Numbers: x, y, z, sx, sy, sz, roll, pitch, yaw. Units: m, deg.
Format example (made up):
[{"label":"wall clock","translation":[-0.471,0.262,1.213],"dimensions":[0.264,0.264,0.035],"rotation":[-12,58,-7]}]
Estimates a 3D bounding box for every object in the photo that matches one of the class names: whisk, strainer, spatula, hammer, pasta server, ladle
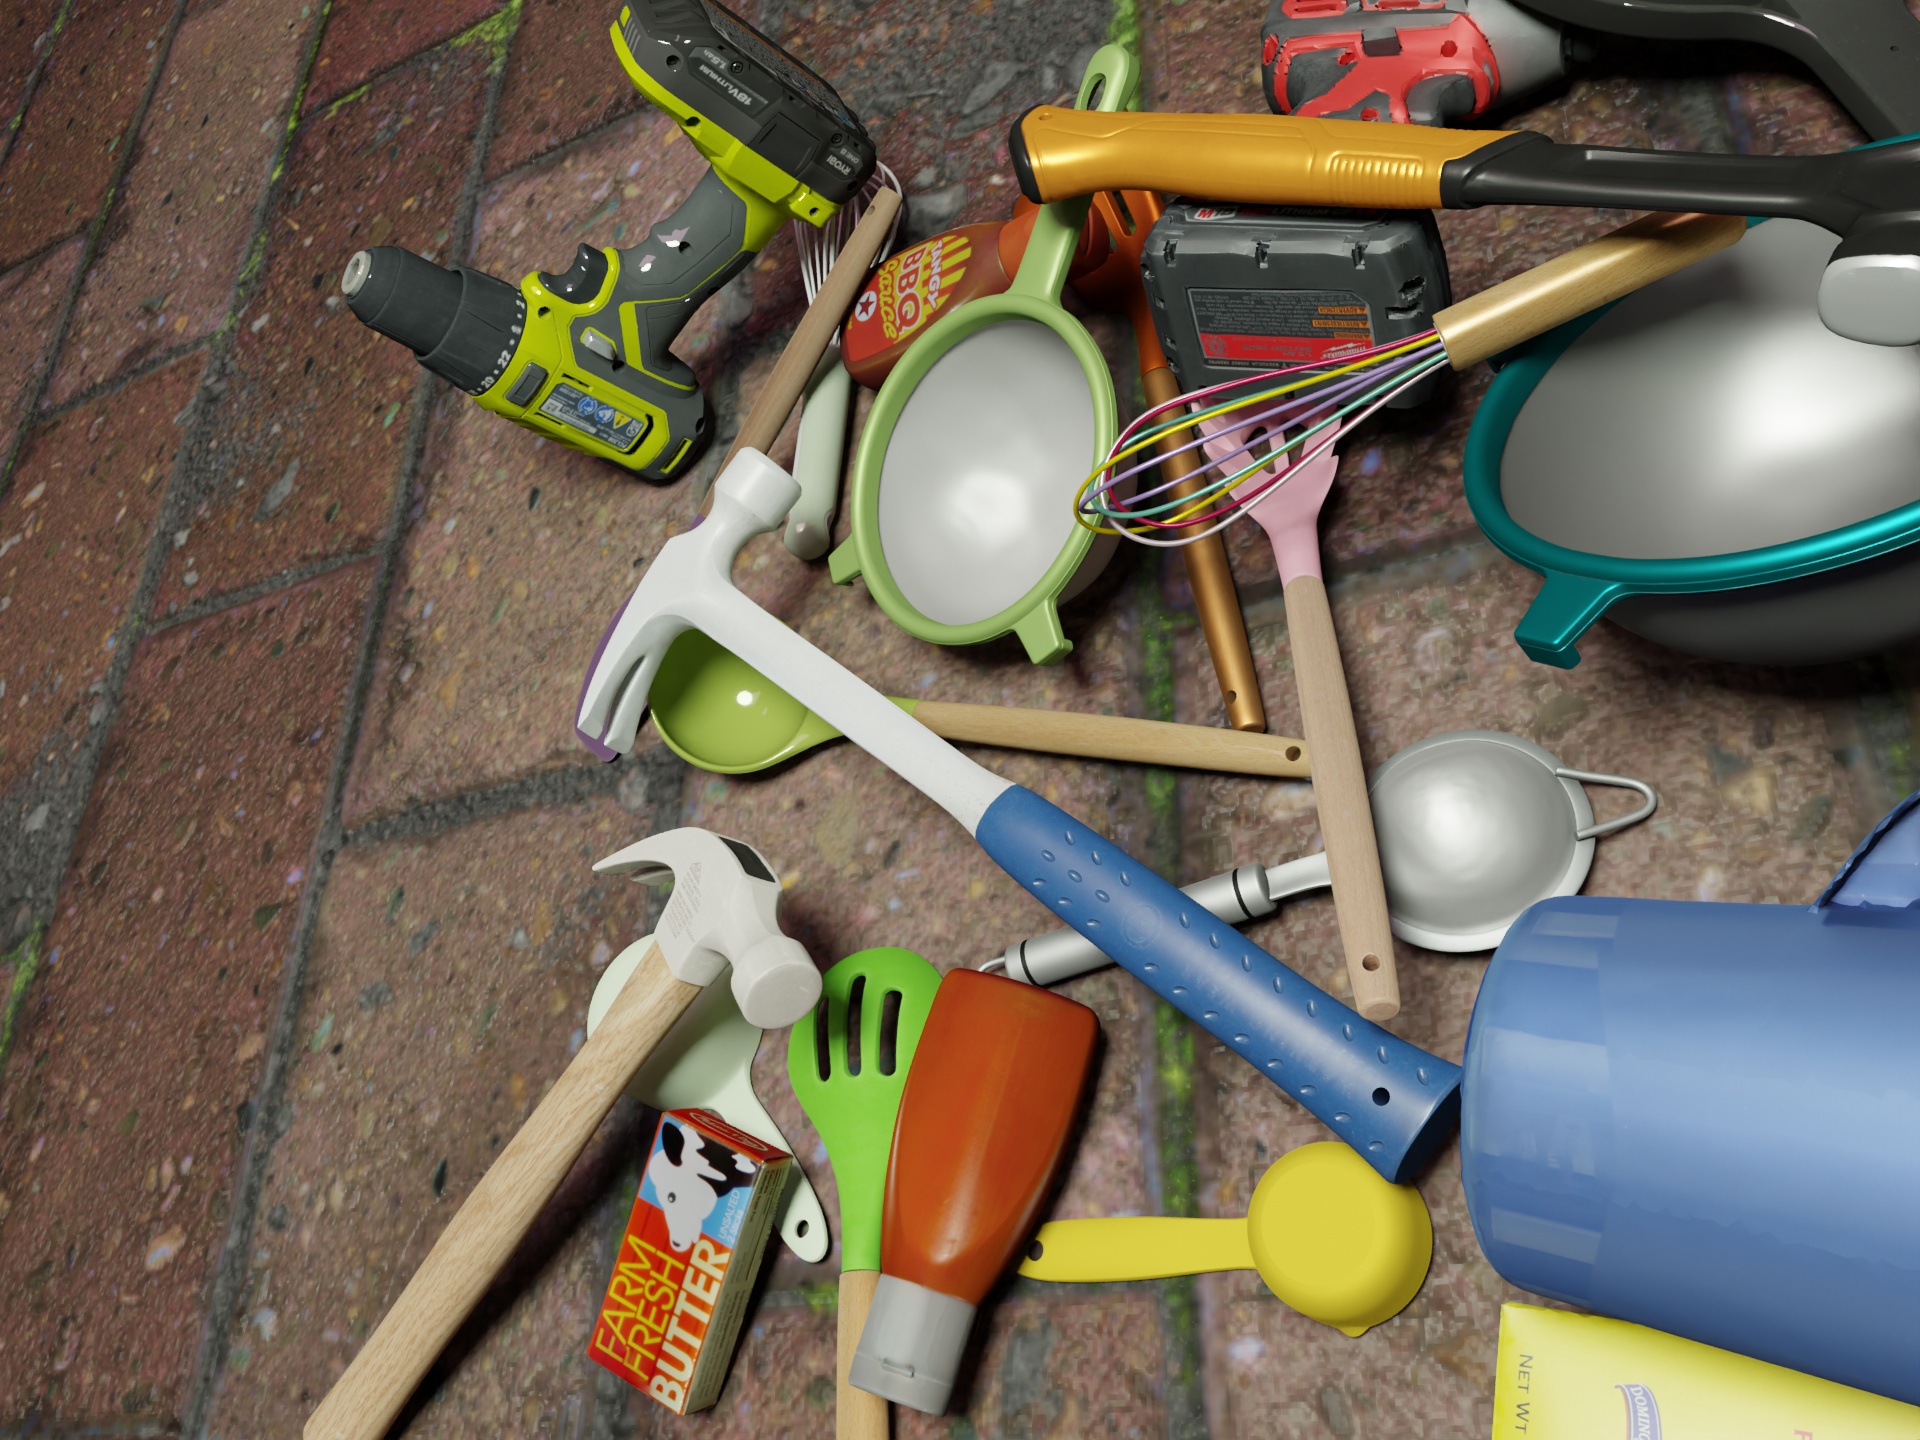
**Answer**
[{"label":"whisk","translation":[-0.068,-0.194,0.822],"dimensions":[0.059,0.057,0.246],"rotation":[4,68,1]},{"label":"strainer","translation":[0.329,-0.106,0.469],"dimensions":[0.340,0.095,0.211],"rotation":[-21,33,29]},{"label":"spatula","translation":[-0.113,-0.123,0.794],"dimensions":[0.060,0.018,0.316],"rotation":[37,100,41]},{"label":"hammer","translation":[0.163,-0.194,0.544],"dimensions":[0.337,0.034,0.127],"rotation":[17,58,34]},{"label":"strainer","translation":[0.113,0.059,0.573],"dimensions":[0.258,0.050,0.087],"rotation":[-23,49,24]},{"label":"pasta server","translation":[0.127,-0.034,0.581],"dimensions":[0.060,0.040,0.317],"rotation":[-12,47,15]},{"label":"ladle","translation":[-0.001,-0.002,0.664],"dimensions":[0.320,0.062,0.078],"rotation":[6,78,34]},{"label":"spatula","translation":[0.084,-0.134,0.695],"dimensions":[0.081,0.041,0.323],"rotation":[-38,49,39]},{"label":"strainer","translation":[0.042,-0.152,0.685],"dimensions":[0.152,0.069,0.256],"rotation":[24,98,44]},{"label":"hammer","translation":[0.003,0.034,0.601],"dimensions":[0.406,0.035,0.144],"rotation":[35,88,33]},{"label":"hammer","translation":[-0.176,0.182,0.647],"dimensions":[0.331,0.031,0.130],"rotation":[-54,41,13]},{"label":"whisk","translation":[0.151,-0.123,0.566],"dimensions":[0.245,0.047,0.051],"rotation":[-23,30,19]}]

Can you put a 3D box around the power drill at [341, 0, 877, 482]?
[{"label":"power drill","translation":[-0.169,-0.238,0.783],"dimensions":[0.228,0.190,0.080],"rotation":[-46,45,23]}]

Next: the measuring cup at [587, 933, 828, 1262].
[{"label":"measuring cup","translation":[-0.103,0.153,0.656],"dimensions":[0.083,0.038,0.168],"rotation":[-45,49,4]}]

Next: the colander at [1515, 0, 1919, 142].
[{"label":"colander","translation":[0.317,-0.305,0.582],"dimensions":[0.204,0.094,0.398],"rotation":[-19,61,0]}]

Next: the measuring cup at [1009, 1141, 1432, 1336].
[{"label":"measuring cup","translation":[0.078,0.175,0.536],"dimensions":[0.156,0.029,0.062],"rotation":[-13,59,27]}]

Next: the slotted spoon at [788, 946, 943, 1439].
[{"label":"slotted spoon","translation":[-0.034,0.228,0.580],"dimensions":[0.070,0.031,0.314],"rotation":[-10,61,15]}]

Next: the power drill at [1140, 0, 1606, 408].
[{"label":"power drill","translation":[0.171,-0.231,0.651],"dimensions":[0.143,0.078,0.220],"rotation":[10,56,29]}]

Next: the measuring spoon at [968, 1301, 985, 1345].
[{"label":"measuring spoon","translation":[0.002,0.175,0.598],"dimensions":[0.021,0.011,0.117],"rotation":[1,66,6]}]
